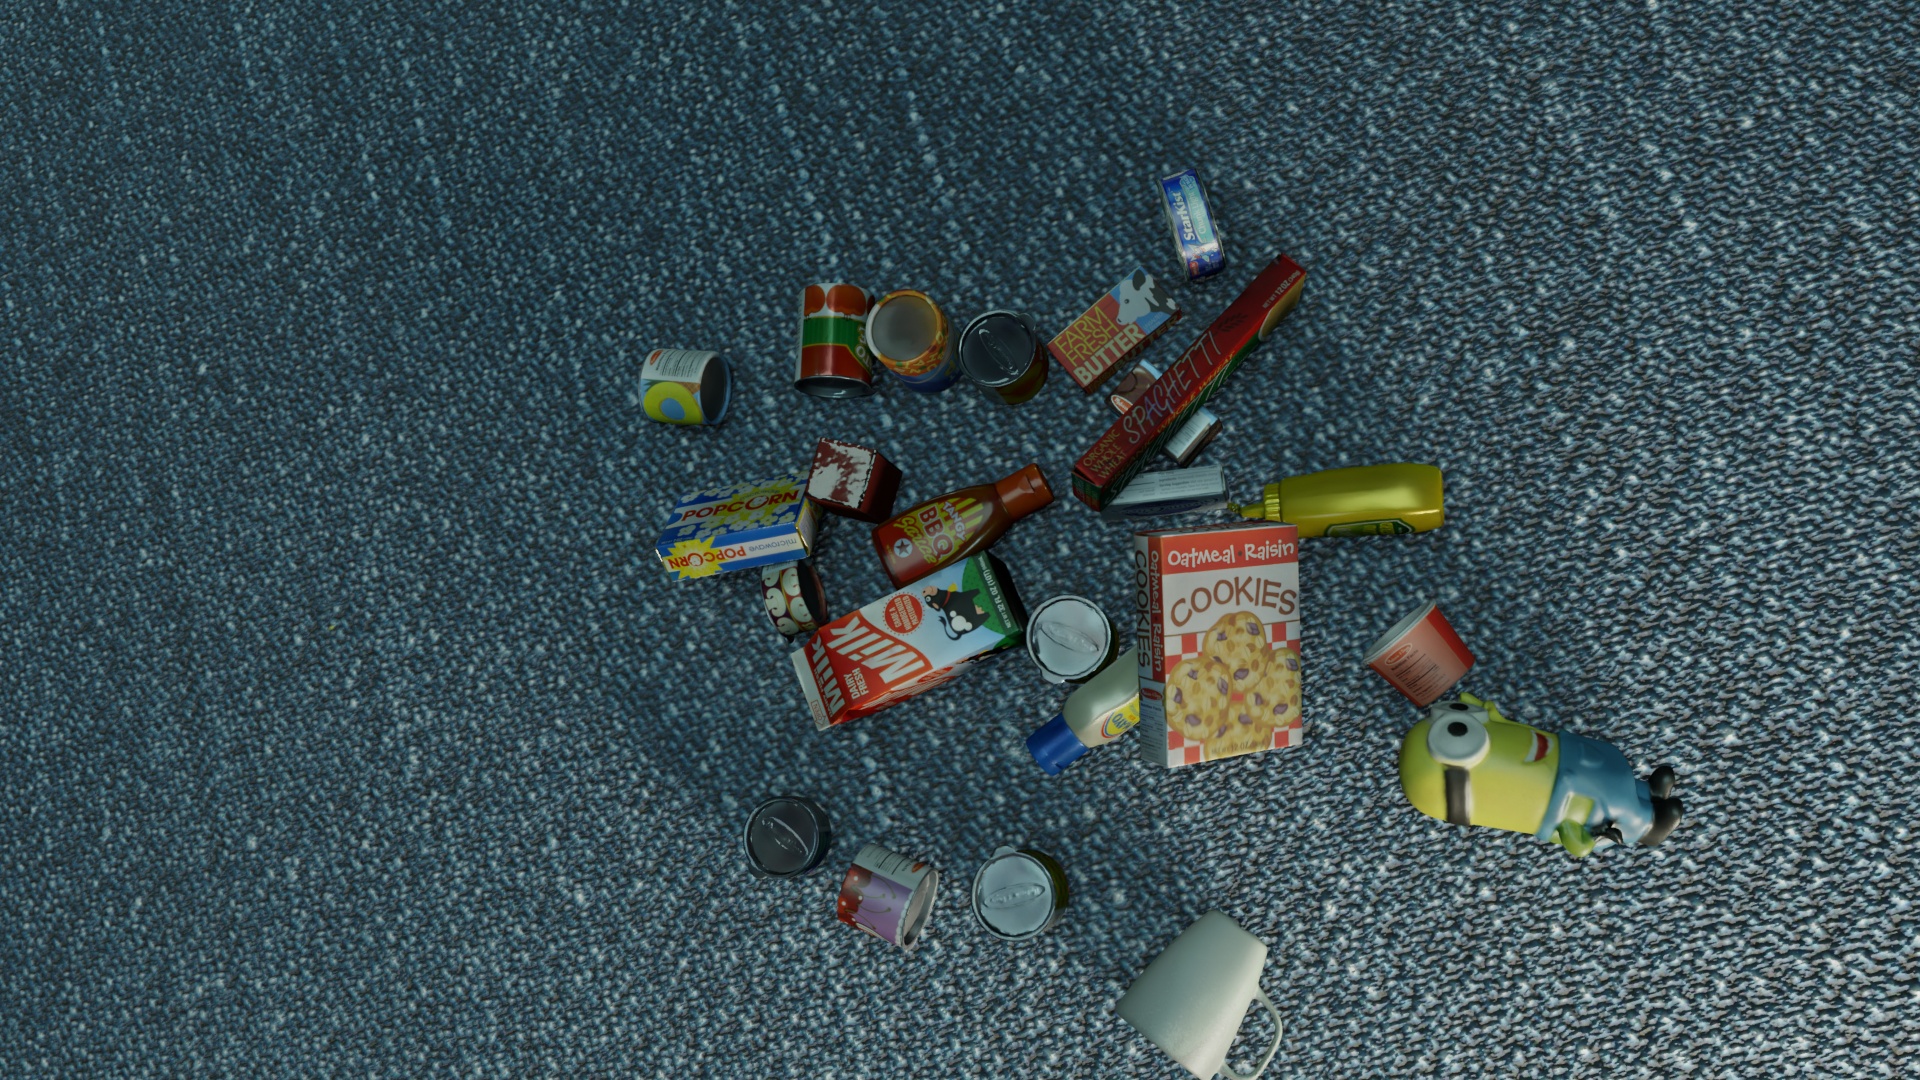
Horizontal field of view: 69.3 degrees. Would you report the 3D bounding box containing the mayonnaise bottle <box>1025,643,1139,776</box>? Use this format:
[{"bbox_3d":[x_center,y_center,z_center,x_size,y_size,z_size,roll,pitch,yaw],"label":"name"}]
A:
[{"bbox_3d":[0.119,0.125,1.073,0.148,0.064,0.041,-39,55,9],"label":"mayonnaise bottle"}]

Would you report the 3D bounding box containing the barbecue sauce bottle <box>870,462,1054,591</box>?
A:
[{"bbox_3d":[0.004,-0.014,1.138,0.148,0.043,0.065,-27,73,8],"label":"barbecue sauce bottle"}]

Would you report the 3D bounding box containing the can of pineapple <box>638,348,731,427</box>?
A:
[{"bbox_3d":[-0.239,-0.132,1.214,0.058,0.071,0.071,5,81,16],"label":"can of pineapple"}]

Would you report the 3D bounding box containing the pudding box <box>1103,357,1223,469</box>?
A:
[{"bbox_3d":[0.164,-0.102,1.119,0.084,0.030,0.049,41,93,18],"label":"pudding box"}]

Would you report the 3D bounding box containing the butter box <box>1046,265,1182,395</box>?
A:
[{"bbox_3d":[0.127,-0.173,1.145,0.103,0.024,0.053,-40,72,4],"label":"butter box"}]

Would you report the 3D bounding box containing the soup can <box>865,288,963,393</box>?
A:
[{"bbox_3d":[-0.033,-0.165,1.154,0.071,0.083,0.071,-3,79,14],"label":"soup can"}]

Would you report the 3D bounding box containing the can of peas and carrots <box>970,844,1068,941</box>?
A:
[{"bbox_3d":[0.045,0.269,1.066,0.071,0.058,0.071,-3,79,14],"label":"can of peas and carrots"}]

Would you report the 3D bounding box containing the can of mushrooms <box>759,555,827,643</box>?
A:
[{"bbox_3d":[-0.137,0.048,1.152,0.033,0.071,0.071,-17,76,10],"label":"can of mushrooms"}]

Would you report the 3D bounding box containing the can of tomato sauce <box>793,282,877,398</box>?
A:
[{"bbox_3d":[-0.105,-0.169,1.184,0.071,0.071,0.083,-1,79,15],"label":"can of tomato sauce"}]

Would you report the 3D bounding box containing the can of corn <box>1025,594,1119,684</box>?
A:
[{"bbox_3d":[0.088,0.081,1.090,0.071,0.058,0.071,-3,79,14],"label":"can of corn"}]

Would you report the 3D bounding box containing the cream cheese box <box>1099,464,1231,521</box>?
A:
[{"bbox_3d":[0.159,-0.037,1.096,0.104,0.053,0.024,-6,77,13],"label":"cream cheese box"}]

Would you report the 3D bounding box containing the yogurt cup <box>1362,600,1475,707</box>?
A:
[{"bbox_3d":[0.339,0.085,1.021,0.072,0.072,0.054,-42,81,4],"label":"yogurt cup"}]

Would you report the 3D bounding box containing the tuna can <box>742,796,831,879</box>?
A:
[{"bbox_3d":[-0.142,0.244,1.133,0.071,0.033,0.071,-3,79,14],"label":"tuna can"}]

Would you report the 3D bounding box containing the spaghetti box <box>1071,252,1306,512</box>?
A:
[{"bbox_3d":[0.177,-0.122,1.076,0.029,0.050,0.251,40,76,18],"label":"spaghetti box"}]

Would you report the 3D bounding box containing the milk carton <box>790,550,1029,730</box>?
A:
[{"bbox_3d":[-0.043,0.084,1.116,0.190,0.073,0.072,-25,75,10],"label":"milk carton"}]

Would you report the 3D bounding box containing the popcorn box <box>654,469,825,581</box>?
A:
[{"bbox_3d":[-0.181,-0.013,1.165,0.126,0.085,0.038,-10,122,13],"label":"popcorn box"}]

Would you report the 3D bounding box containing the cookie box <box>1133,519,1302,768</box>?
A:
[{"bbox_3d":[0.189,0.072,1.020,0.123,0.040,0.167,-4,94,-26],"label":"cookie box"}]

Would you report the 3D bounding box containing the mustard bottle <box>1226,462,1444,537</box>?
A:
[{"bbox_3d":[0.284,-0.027,1.058,0.160,0.065,0.049,-5,73,21],"label":"mustard bottle"}]

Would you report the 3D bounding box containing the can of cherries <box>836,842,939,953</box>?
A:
[{"bbox_3d":[-0.057,0.280,1.087,0.058,0.071,0.071,18,85,17],"label":"can of cherries"}]

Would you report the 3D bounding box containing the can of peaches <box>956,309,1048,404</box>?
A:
[{"bbox_3d":[0.038,-0.152,1.147,0.071,0.058,0.071,-3,79,14],"label":"can of peaches"}]
